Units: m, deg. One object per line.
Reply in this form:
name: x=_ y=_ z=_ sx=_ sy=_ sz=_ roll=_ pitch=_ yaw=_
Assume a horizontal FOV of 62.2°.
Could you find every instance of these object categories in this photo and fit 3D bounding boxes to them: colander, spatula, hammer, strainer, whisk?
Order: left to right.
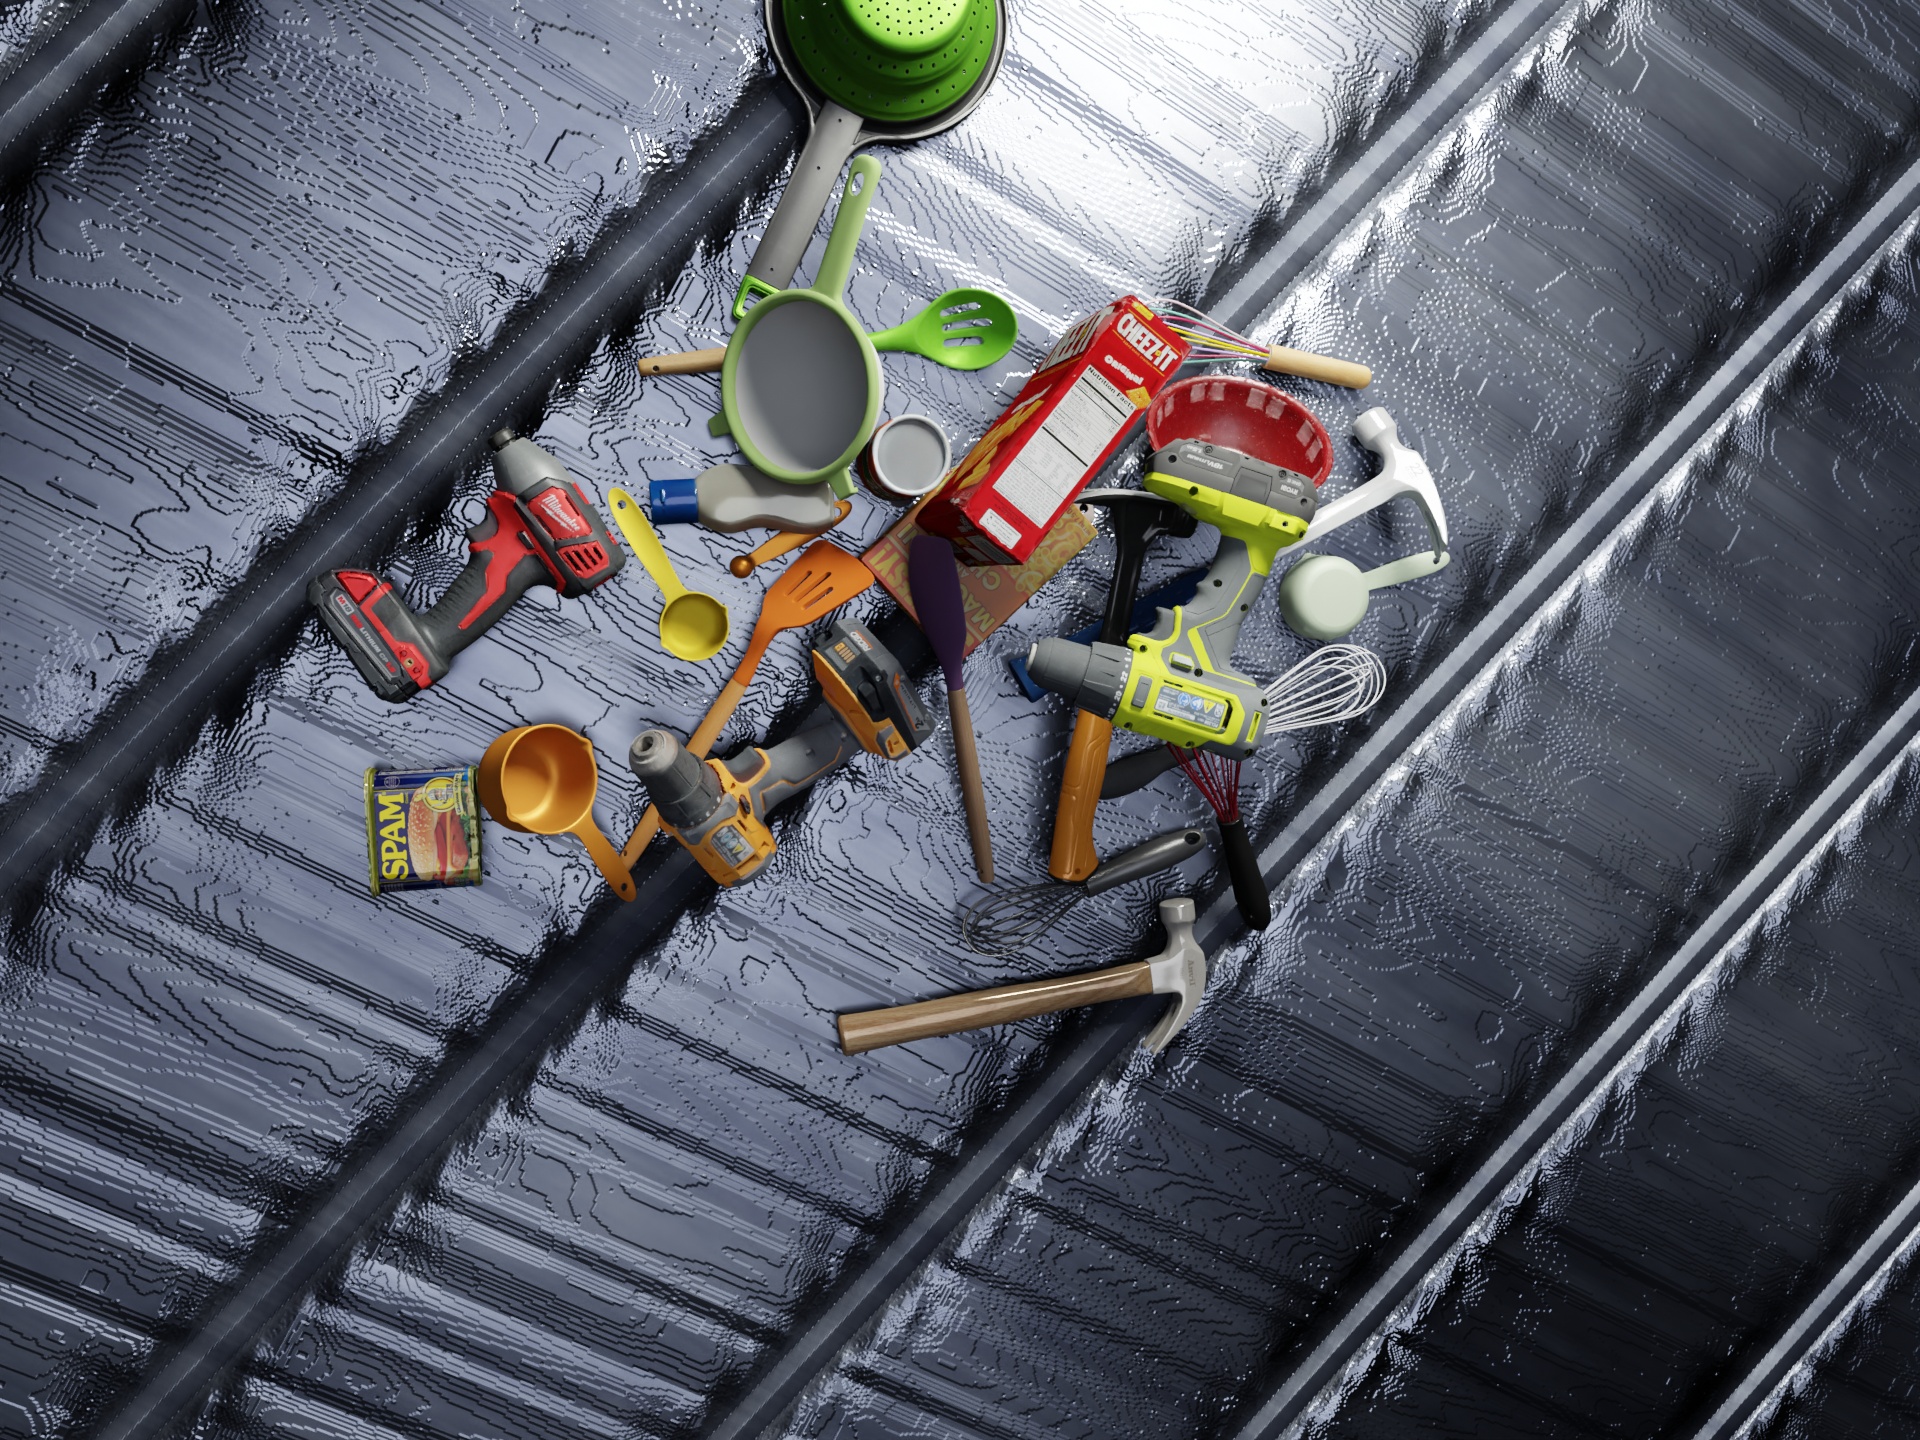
spatula: x=-0.189 y=-0.008 z=1.315 sx=0.322 sy=0.081 sz=0.041 roll=-57 pitch=143 yaw=5
strainer: x=-0.097 y=-0.312 z=1.253 sx=0.151 sy=0.069 sz=0.256 roll=29 pitch=111 yaw=23
colander: x=-0.085 y=-0.501 z=1.267 sx=0.204 sy=0.094 sz=0.397 roll=24 pitch=90 yaw=-13
spatula: x=-0.002 y=-0.004 z=1.331 sx=0.018 sy=0.060 sz=0.315 roll=-29 pitch=119 yaw=-39
hammer: x=0.057 y=0.249 z=1.397 sx=0.331 sy=0.031 sz=0.130 roll=-9 pitch=96 yaw=-10
whisk: x=0.111 y=0.147 z=1.392 sx=0.239 sy=0.055 sz=0.055 roll=-22 pitch=99 yaw=-13
hammer: x=0.111 y=-0.024 z=1.322 sx=0.127 sy=0.034 sz=0.337 roll=3 pitch=104 yaw=-27
whisk: x=0.227 y=0.067 z=1.370 sx=0.073 sy=0.073 sz=0.295 roll=-26 pitch=120 yaw=-8
hammer: x=0.232 y=-0.122 z=1.379 sx=0.405 sy=0.035 sz=0.144 roll=-28 pitch=73 yaw=-4
whisk: x=0.243 y=0.005 z=1.404 sx=0.284 sy=0.070 sz=0.070 roll=-24 pitch=99 yaw=-4
whisk: x=0.247 y=-0.319 z=1.377 sx=0.245 sy=0.047 sz=0.051 roll=8 pitch=70 yaw=-16

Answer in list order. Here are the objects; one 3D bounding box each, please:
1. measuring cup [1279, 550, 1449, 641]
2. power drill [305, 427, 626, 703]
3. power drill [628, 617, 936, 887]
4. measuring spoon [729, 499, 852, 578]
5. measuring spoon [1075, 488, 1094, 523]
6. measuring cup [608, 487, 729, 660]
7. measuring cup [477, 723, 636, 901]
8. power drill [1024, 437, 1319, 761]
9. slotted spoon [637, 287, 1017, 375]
measuring cup: x=0.369 y=-0.123 z=1.423 sx=0.167 sy=0.038 sz=0.083 roll=-18 pitch=98 yaw=-8
power drill: x=-0.390 y=-0.122 z=1.249 sx=0.219 sy=0.078 sz=0.143 roll=-35 pitch=102 yaw=-10
power drill: x=-0.147 y=0.017 z=1.270 sx=0.226 sy=0.084 sz=0.185 roll=-39 pitch=142 yaw=-7
measuring spoon: x=-0.141 y=-0.153 z=1.329 sx=0.117 sy=0.011 sz=0.021 roll=-31 pitch=100 yaw=-8
measuring spoon: x=0.083 y=-0.223 z=1.366 sx=0.034 sy=0.018 sz=0.124 roll=-34 pitch=101 yaw=-7
measuring cup: x=-0.244 y=-0.120 z=1.297 sx=0.062 sy=0.029 sz=0.156 roll=-31 pitch=104 yaw=-9
measuring cup: x=-0.323 y=0.080 z=1.289 sx=0.095 sy=0.052 sz=0.173 roll=-50 pitch=124 yaw=-36
power drill: x=0.169 y=-0.098 z=1.244 sx=0.190 sy=0.080 sz=0.228 roll=18 pitch=93 yaw=-3
slotted spoon: x=-0.108 y=-0.310 z=1.313 sx=0.313 sy=0.031 sz=0.070 roll=-9 pitch=121 yaw=-8
